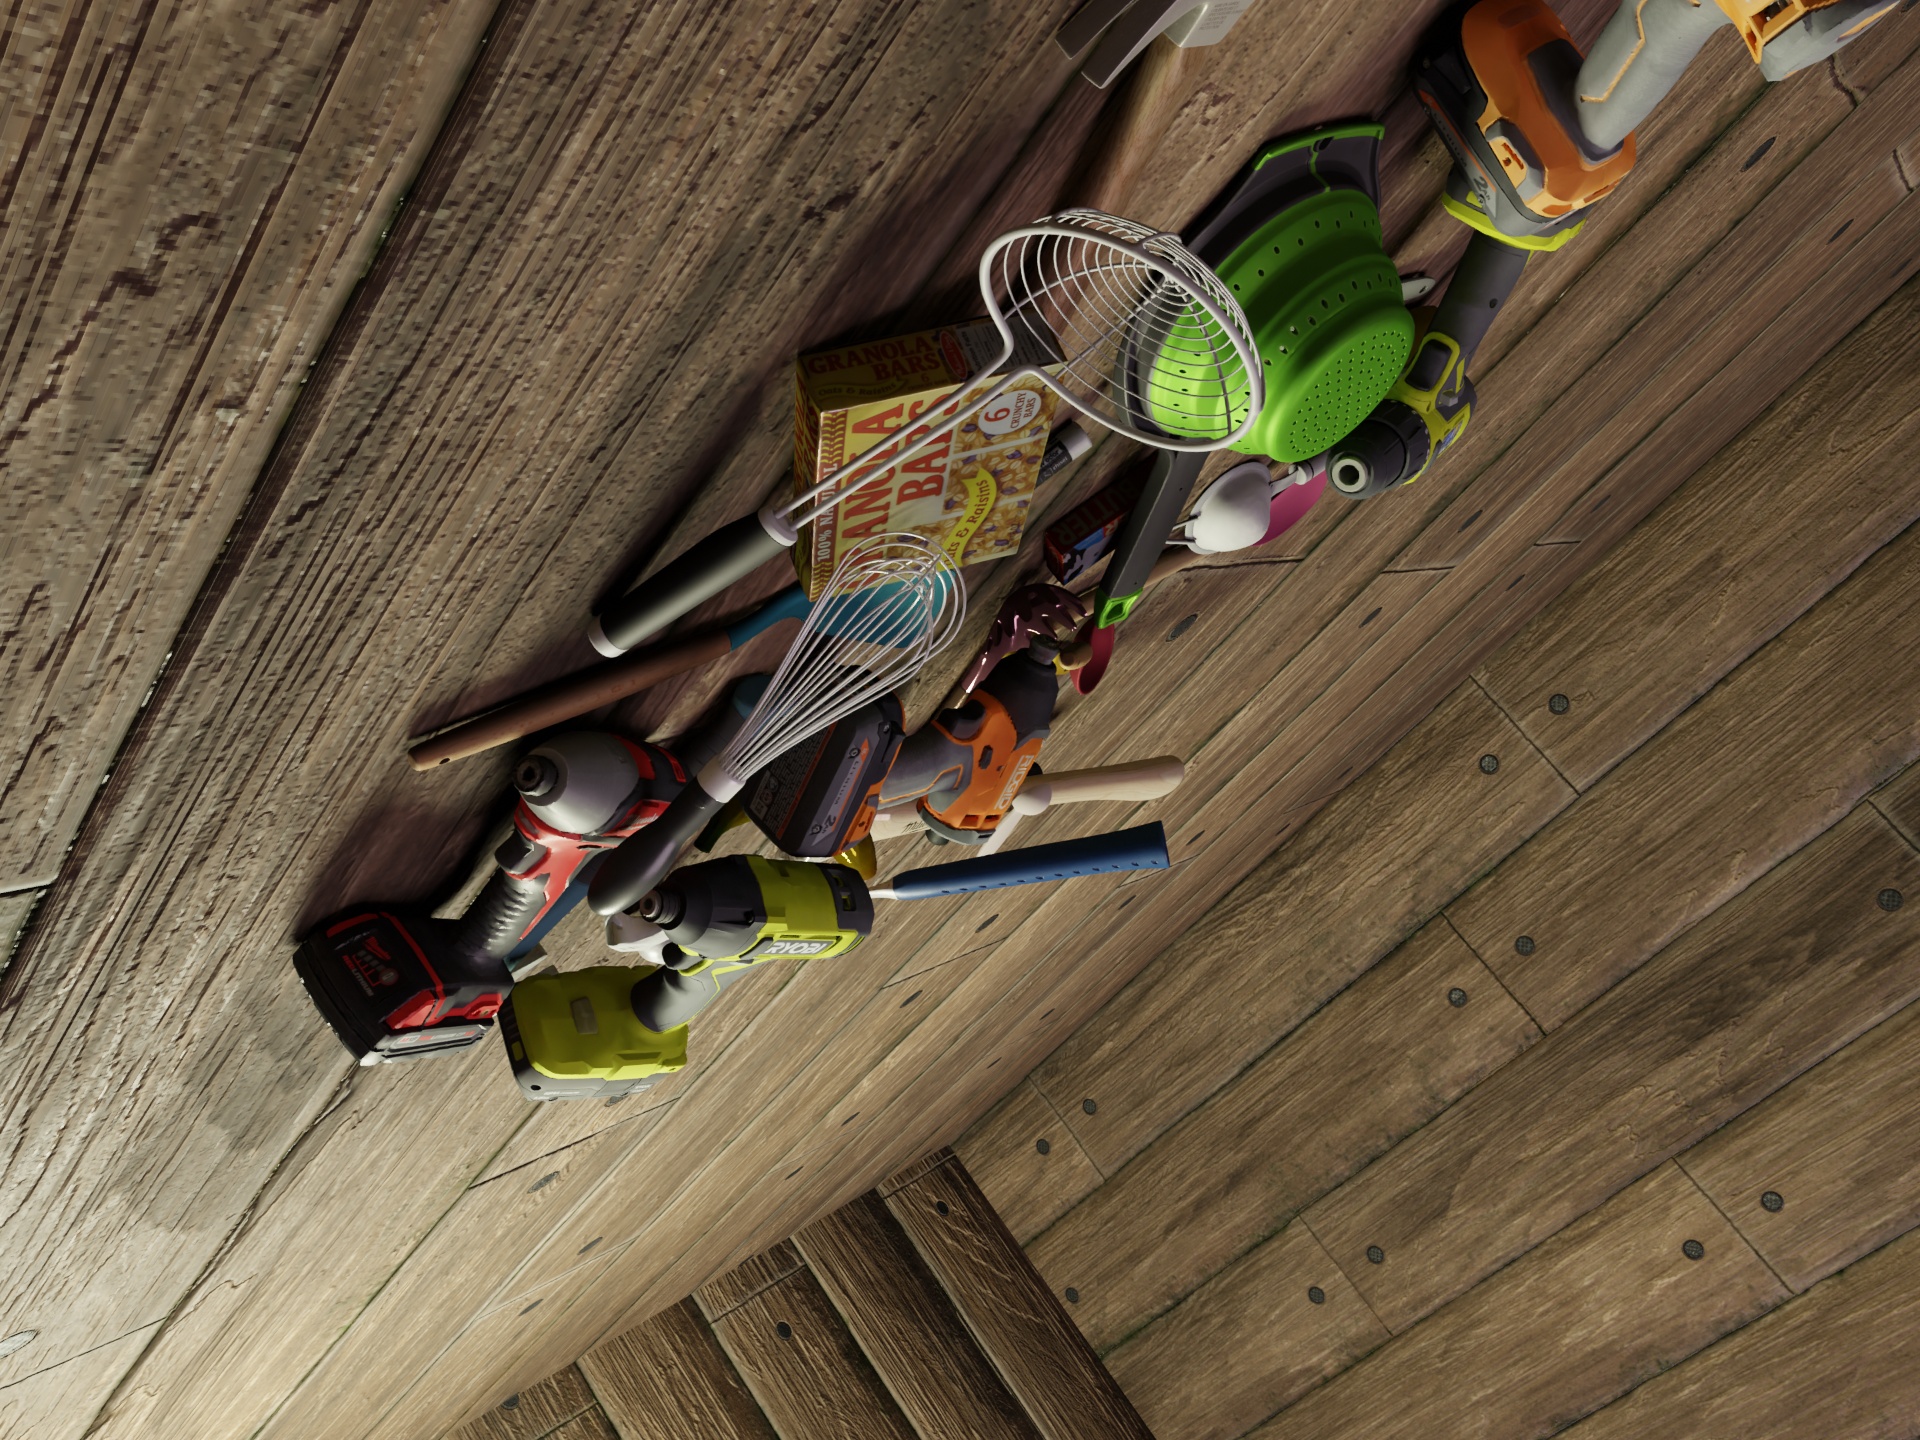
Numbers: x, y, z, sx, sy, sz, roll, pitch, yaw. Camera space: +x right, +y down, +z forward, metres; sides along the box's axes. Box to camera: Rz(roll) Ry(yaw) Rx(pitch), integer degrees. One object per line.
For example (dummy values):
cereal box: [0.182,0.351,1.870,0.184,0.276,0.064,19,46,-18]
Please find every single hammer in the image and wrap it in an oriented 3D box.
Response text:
hammer: [-0.230,0.089,1.007,0.331,0.033,0.128,-43,161,14]
hammer: [0.046,0.059,1.330,0.410,0.038,0.146,-7,150,-40]
hammer: [0.056,-0.231,0.771,0.130,0.031,0.331,-24,158,-38]
hammer: [-0.056,0.120,1.121,0.405,0.035,0.144,-11,165,8]

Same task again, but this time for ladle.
ladle: [0.088,-0.048,1.156,0.315,0.031,0.069,-25,130,-82]

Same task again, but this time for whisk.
whisk: [-0.107,0.008,0.847,0.284,0.070,0.070,-44,161,15]

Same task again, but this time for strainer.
strainer: [0.268,-0.195,1.269,0.258,0.050,0.086,-34,148,-23]

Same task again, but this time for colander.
colander: [0.176,-0.170,0.994,0.204,0.095,0.396,-24,152,-32]

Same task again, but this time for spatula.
spatula: [-0.144,-0.028,0.866,0.317,0.044,0.082,-25,162,-33]

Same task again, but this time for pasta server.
pasta server: [-0.002,-0.004,1.215,0.060,0.040,0.316,-8,148,-37]

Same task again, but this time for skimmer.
skimmer: [-0.039,-0.098,0.698,0.363,0.090,0.127,-28,127,26]

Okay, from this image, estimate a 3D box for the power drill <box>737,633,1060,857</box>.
power drill: [-0.025,0.011,1.073,0.226,0.084,0.164,-1,126,-50]

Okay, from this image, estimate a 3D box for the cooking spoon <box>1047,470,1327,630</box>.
cooking spoon: [0.189,-0.138,1.286,0.319,0.017,0.068,-28,150,-30]

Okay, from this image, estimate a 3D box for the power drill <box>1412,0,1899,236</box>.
power drill: [0.323,-0.367,0.789,0.084,0.185,0.226,-31,180,-21]

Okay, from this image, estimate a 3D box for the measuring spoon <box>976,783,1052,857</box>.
measuring spoon: [0.043,0.092,1.327,0.034,0.018,0.124,-12,152,-34]

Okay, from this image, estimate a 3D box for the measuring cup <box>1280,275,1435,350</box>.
measuring cup: [0.285,-0.276,1.091,0.167,0.038,0.083,-23,157,-35]

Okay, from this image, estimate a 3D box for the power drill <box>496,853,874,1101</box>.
power drill: [-0.185,0.157,1.005,0.223,0.080,0.171,-37,153,27]

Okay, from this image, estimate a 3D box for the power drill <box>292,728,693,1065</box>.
power drill: [-0.258,0.091,0.894,0.219,0.079,0.143,-44,163,7]

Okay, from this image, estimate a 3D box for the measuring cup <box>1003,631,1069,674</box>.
measuring cup: [0.069,-0.042,1.268,0.062,0.029,0.156,-43,161,14]

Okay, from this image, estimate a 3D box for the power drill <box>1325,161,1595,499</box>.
power drill: [0.314,-0.253,1.021,0.190,0.080,0.228,-38,154,-50]
